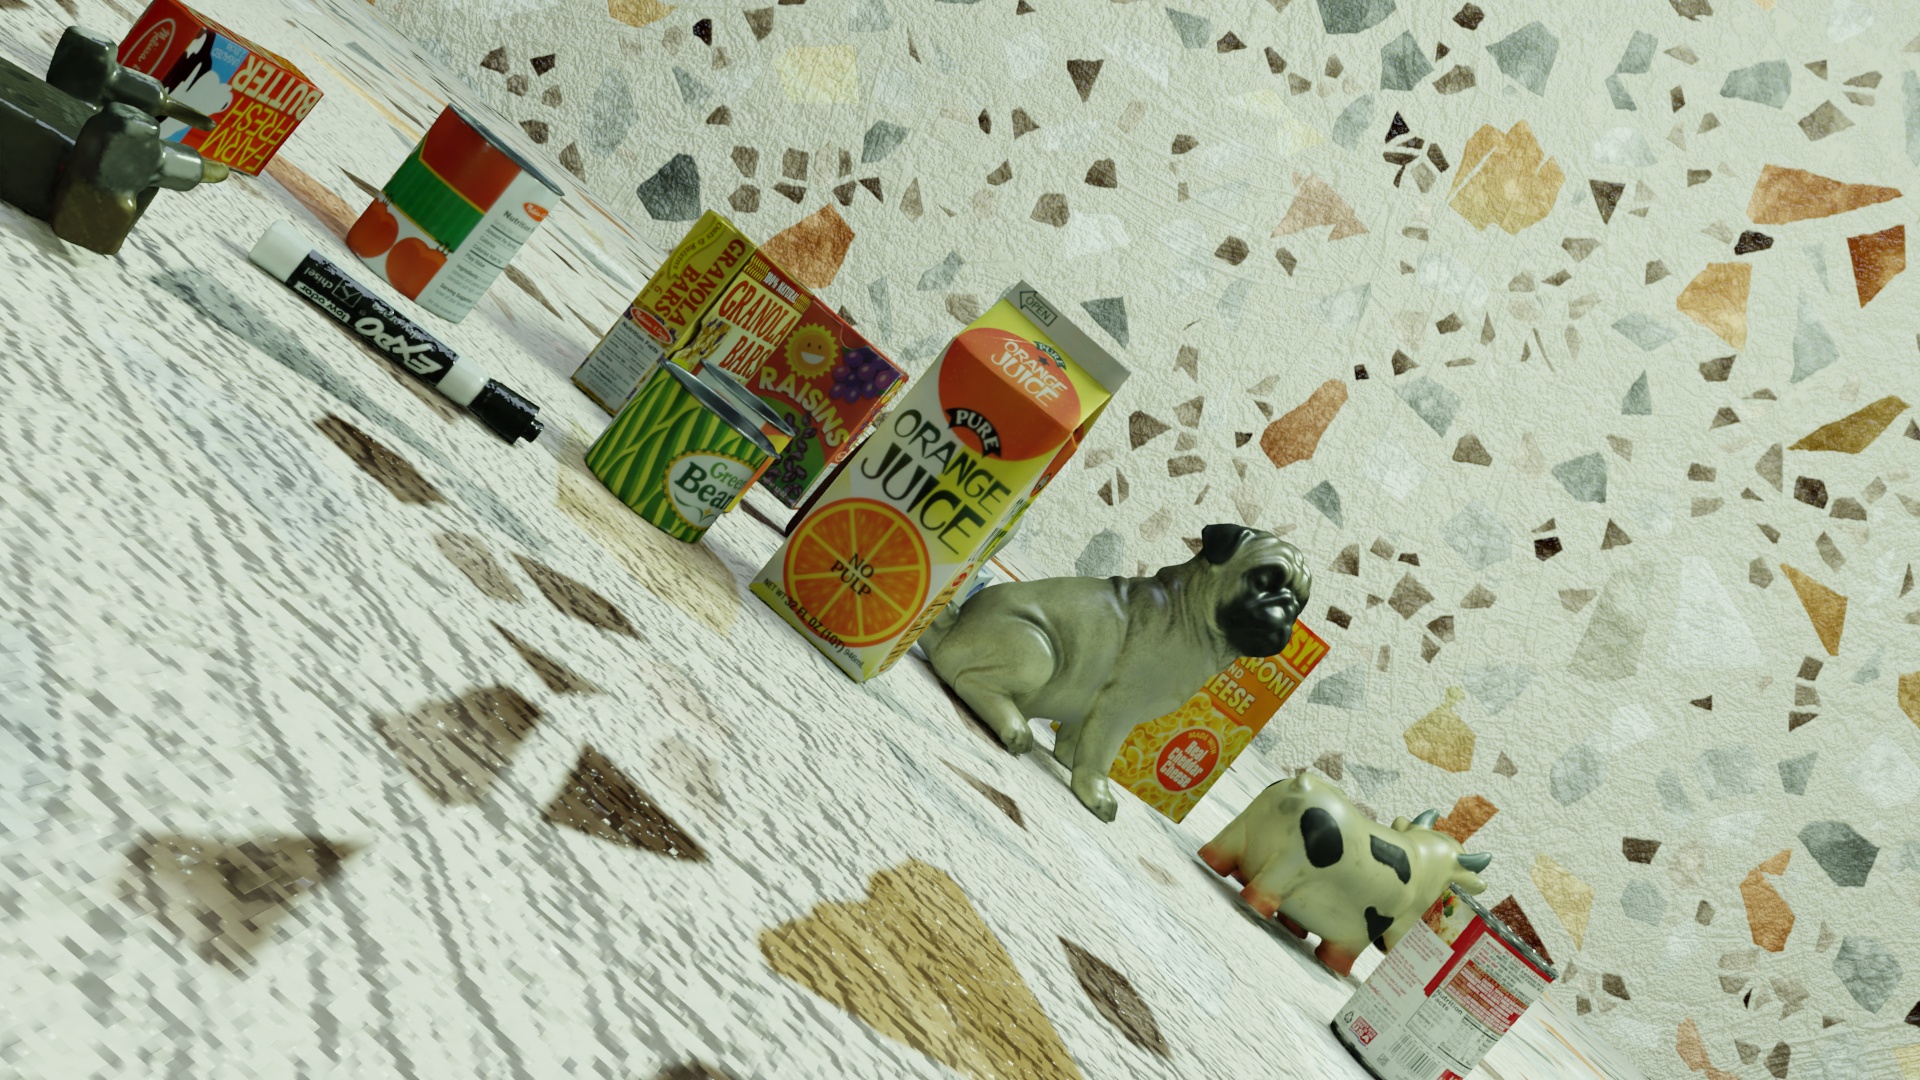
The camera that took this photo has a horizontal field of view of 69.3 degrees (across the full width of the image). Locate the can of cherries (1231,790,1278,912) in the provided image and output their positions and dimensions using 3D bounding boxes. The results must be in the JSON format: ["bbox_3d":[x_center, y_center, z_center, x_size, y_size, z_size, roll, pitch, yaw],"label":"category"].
[{"bbox_3d":[0.223,0.222,0.983,0.071,0.058,0.071,40,4,-3],"label":"can of cherries"}]

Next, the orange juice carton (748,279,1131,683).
[{"bbox_3d":[-0.006,-0.029,0.663,0.072,0.192,0.073,40,3,6],"label":"orange juice carton"}]

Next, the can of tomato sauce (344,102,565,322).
[{"bbox_3d":[-0.246,-0.159,0.673,0.071,0.083,0.071,40,4,-3],"label":"can of tomato sauce"}]

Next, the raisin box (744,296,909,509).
[{"bbox_3d":[-0.107,-0.095,0.965,0.086,0.123,0.040,40,3,5],"label":"raisin box"}]

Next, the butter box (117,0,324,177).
[{"bbox_3d":[-0.313,-0.187,0.581,0.024,0.053,0.103,40,4,-3],"label":"butter box"}]

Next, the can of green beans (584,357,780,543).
[{"bbox_3d":[-0.128,-0.041,0.636,0.071,0.058,0.071,40,4,-3],"label":"can of green beans"}]

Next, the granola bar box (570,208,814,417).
[{"bbox_3d":[-0.155,-0.124,0.840,0.039,0.124,0.165,40,4,3],"label":"granola bar box"}]

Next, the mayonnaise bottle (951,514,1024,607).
[{"bbox_3d":[0.003,-0.011,0.875,0.065,0.148,0.041,42,4,25],"label":"mayonnaise bottle"}]

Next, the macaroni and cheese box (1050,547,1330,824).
[{"bbox_3d":[0.161,0.101,0.966,0.123,0.166,0.040,38,4,-33],"label":"macaroni and cheese box"}]

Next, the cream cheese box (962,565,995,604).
[{"bbox_3d":[-0.006,0.036,0.952,0.024,0.053,0.104,40,4,7],"label":"cream cheese box"}]

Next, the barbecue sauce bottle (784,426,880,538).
[{"bbox_3d":[-0.038,-0.042,0.843,0.064,0.148,0.044,37,4,-41],"label":"barbecue sauce bottle"}]

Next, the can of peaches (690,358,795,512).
[{"bbox_3d":[-0.134,-0.057,0.765,0.071,0.058,0.071,40,4,-3],"label":"can of peaches"}]
